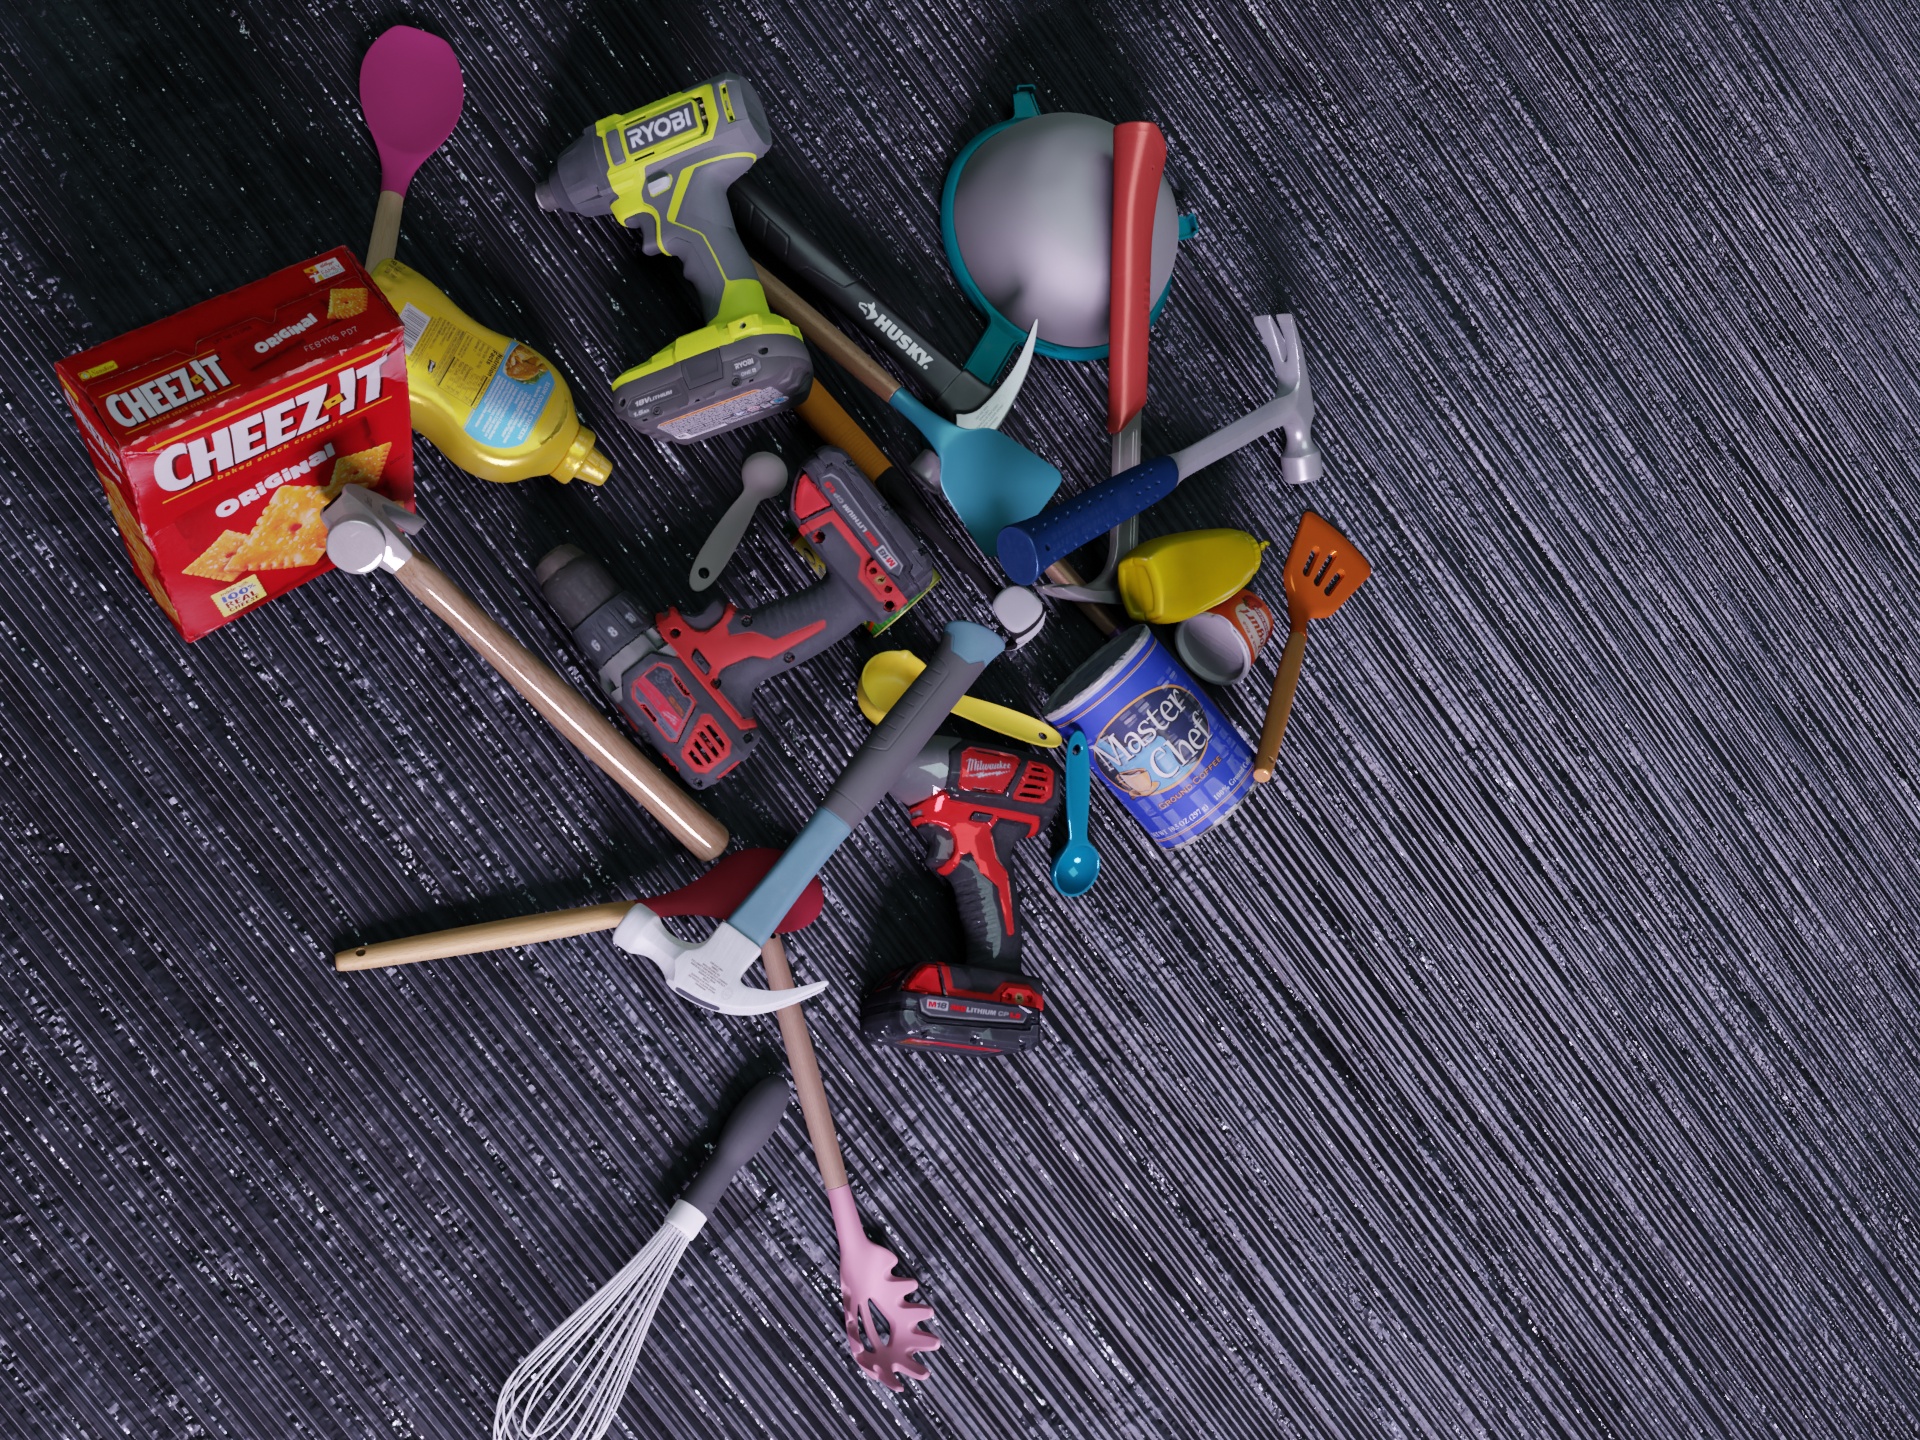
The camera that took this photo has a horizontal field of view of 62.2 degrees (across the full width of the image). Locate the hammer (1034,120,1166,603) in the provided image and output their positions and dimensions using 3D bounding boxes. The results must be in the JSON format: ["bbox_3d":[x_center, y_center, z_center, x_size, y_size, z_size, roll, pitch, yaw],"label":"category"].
[{"bbox_3d":[0.121,-0.269,1.209,0.149,0.037,0.359,-5,98,-43],"label":"hammer"}]

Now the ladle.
[{"bbox_3d":[-0.237,0.127,1.029,0.315,0.031,0.069,-8,53,-23],"label":"ladle"}]

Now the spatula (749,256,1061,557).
[{"bbox_3d":[-0.068,-0.251,1.161,0.317,0.044,0.082,41,92,1],"label":"spatula"}]

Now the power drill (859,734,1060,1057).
[{"bbox_3d":[-0.006,0.118,1.114,0.143,0.078,0.220,12,70,-22],"label":"power drill"}]

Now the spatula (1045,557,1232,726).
[{"bbox_3d":[0.101,-0.089,1.243,0.316,0.018,0.060,47,58,-8],"label":"spatula"}]

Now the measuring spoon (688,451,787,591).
[{"bbox_3d":[-0.159,-0.144,1.138,0.034,0.018,0.124,33,67,-14],"label":"measuring spoon"}]

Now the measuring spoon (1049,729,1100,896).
[{"bbox_3d":[0.081,0.067,1.169,0.042,0.021,0.128,-11,110,-31],"label":"measuring spoon"}]

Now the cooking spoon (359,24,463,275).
[{"bbox_3d":[-0.391,-0.333,1.080,0.068,0.017,0.319,11,72,-24],"label":"cooking spoon"}]

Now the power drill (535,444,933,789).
[{"bbox_3d":[-0.152,-0.089,1.065,0.226,0.080,0.188,-40,95,-2],"label":"power drill"}]

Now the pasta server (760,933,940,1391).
[{"bbox_3d":[-0.085,0.282,1.056,0.060,0.040,0.316,-11,81,-39],"label":"pasta server"}]

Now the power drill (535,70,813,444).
[{"bbox_3d":[-0.198,-0.315,1.105,0.171,0.080,0.223,-16,84,14],"label":"power drill"}]

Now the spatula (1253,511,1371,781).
[{"bbox_3d":[0.270,-0.057,1.263,0.081,0.041,0.323,40,39,-11],"label":"spatula"}]

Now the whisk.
[{"bbox_3d":[-0.190,0.339,0.988,0.070,0.070,0.285,42,59,-10],"label":"whisk"}]

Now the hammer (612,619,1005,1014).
[{"bbox_3d":[-0.077,0.055,1.063,0.128,0.033,0.331,37,66,2],"label":"hammer"}]

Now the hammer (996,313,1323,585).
[{"bbox_3d":[0.162,-0.197,1.202,0.405,0.035,0.144,-33,118,-43],"label":"hammer"}]

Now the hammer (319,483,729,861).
[{"bbox_3d":[-0.262,-0.022,0.992,0.031,0.130,0.331,-42,120,0],"label":"hammer"}]

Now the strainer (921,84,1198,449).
[{"bbox_3d":[0.068,-0.351,1.247,0.211,0.095,0.340,34,68,-14],"label":"strainer"}]

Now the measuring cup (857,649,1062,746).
[{"bbox_3d":[-0.002,-0.004,1.158,0.156,0.029,0.062,19,55,-13],"label":"measuring cup"}]

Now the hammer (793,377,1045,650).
[{"bbox_3d":[-0.062,-0.183,1.157,0.034,0.127,0.337,-43,86,-2],"label":"hammer"}]

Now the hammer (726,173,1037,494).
[{"bbox_3d":[-0.092,-0.332,1.184,0.334,0.035,0.146,41,89,-4],"label":"hammer"}]
